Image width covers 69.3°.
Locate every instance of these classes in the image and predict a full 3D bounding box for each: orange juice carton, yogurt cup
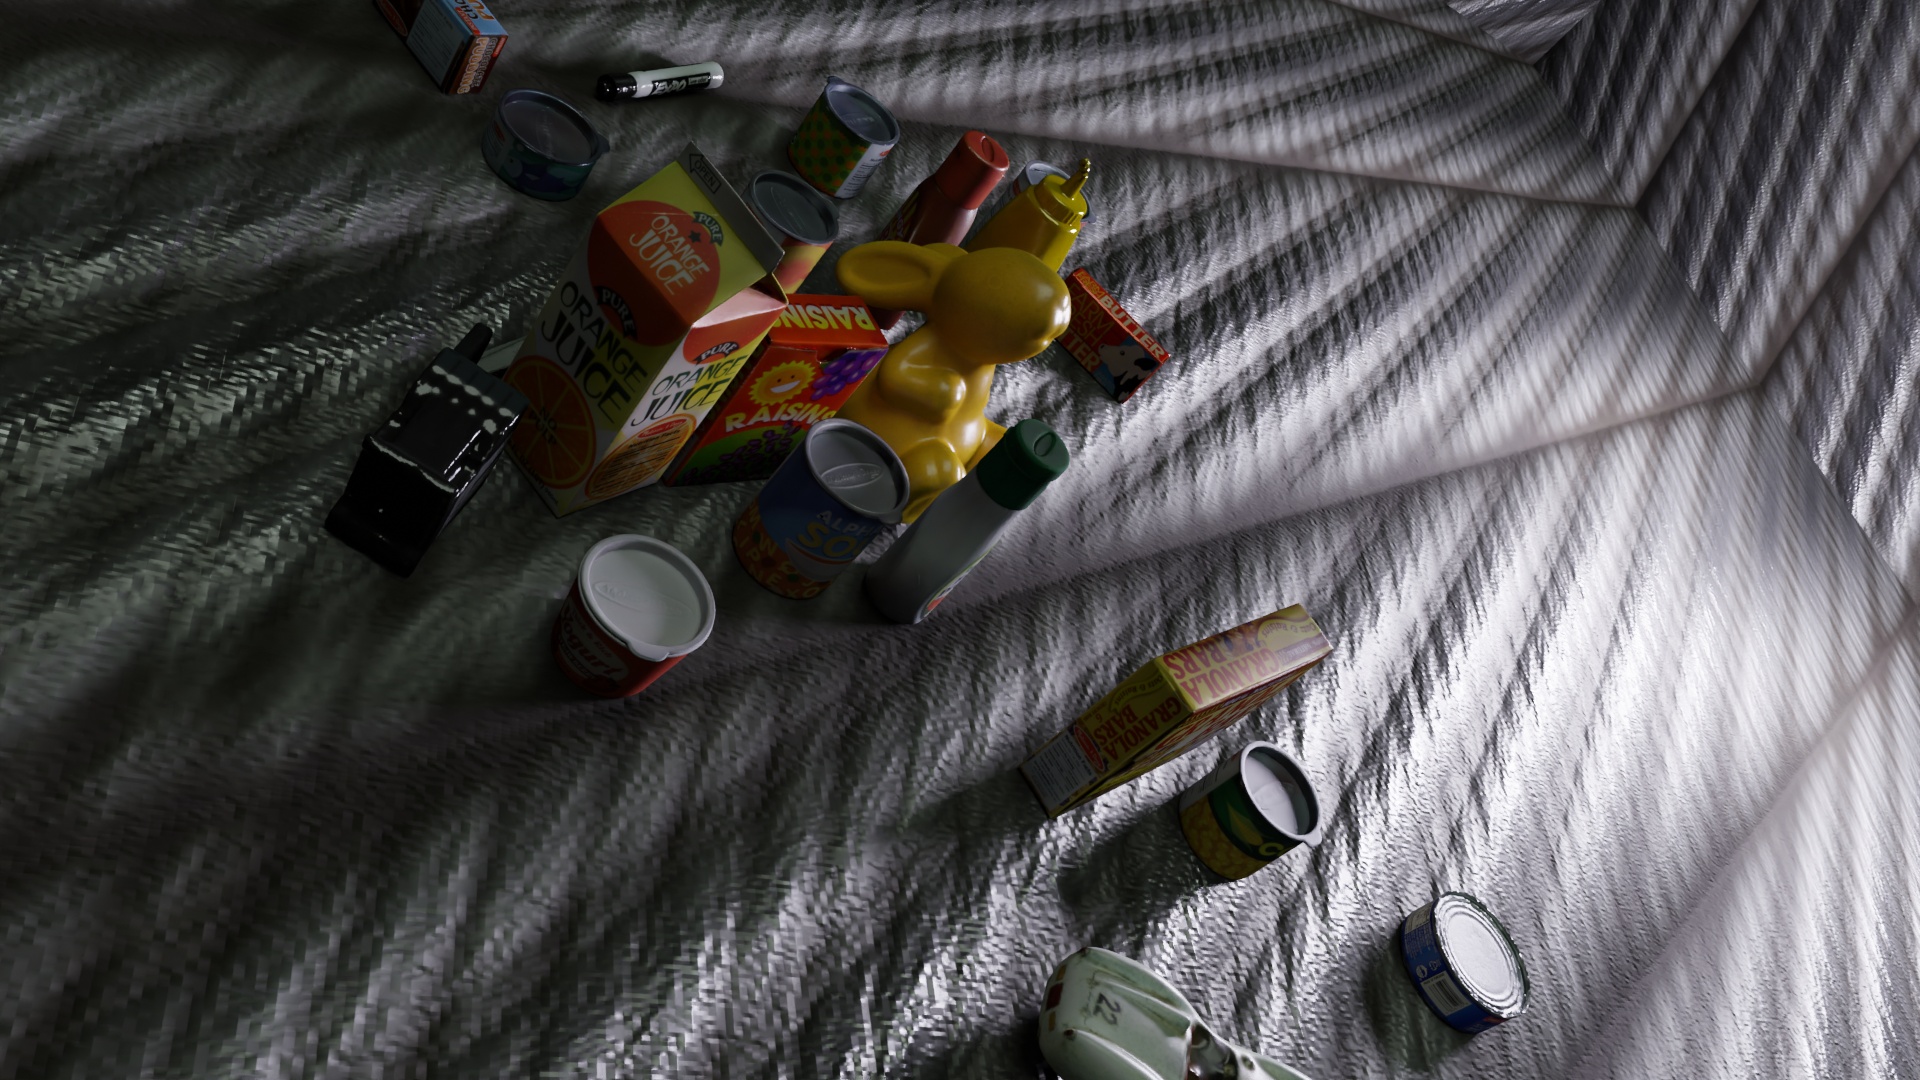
[{"bbox_3d":[-0.154,-0.102,0.684,0.072,0.191,0.073,51,37,8],"label":"orange juice carton"},{"bbox_3d":[-0.159,0.039,0.661,0.072,0.053,0.073,25,41,-24],"label":"yogurt cup"}]

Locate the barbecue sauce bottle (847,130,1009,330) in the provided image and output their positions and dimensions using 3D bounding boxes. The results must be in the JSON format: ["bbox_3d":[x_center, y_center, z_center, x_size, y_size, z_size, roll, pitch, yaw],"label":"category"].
[{"bbox_3d":[-0.023,-0.214,0.952,0.043,0.148,0.065,22,42,-27],"label":"barbecue sauce bottle"}]

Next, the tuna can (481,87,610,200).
[{"bbox_3d":[-0.256,-0.244,0.858,0.071,0.032,0.071,25,41,-24],"label":"tuna can"}]

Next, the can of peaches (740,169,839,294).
[{"bbox_3d":[-0.122,-0.202,0.923,0.071,0.057,0.071,25,41,-24],"label":"can of peaches"}]

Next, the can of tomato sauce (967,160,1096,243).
[{"bbox_3d":[0.056,-0.251,1.117,0.071,0.082,0.071,25,41,-24],"label":"can of tomato sauce"}]

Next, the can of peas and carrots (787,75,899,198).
[{"bbox_3d":[-0.091,-0.304,1.050,0.071,0.058,0.071,25,41,-24],"label":"can of peas and carrots"}]

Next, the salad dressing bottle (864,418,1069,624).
[{"bbox_3d":[0.003,-0.010,0.781,0.044,0.147,0.064,43,37,-2],"label":"salad dressing bottle"}]

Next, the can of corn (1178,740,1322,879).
[{"bbox_3d":[0.178,0.168,0.850,0.071,0.058,0.071,25,41,-24],"label":"can of corn"}]

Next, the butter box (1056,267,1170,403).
[{"bbox_3d":[0.113,-0.164,1.111,0.103,0.053,0.024,46,37,2],"label":"butter box"}]

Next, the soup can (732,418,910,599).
[{"bbox_3d":[-0.076,-0.014,0.764,0.071,0.083,0.072,25,41,-24],"label":"soup can"}]

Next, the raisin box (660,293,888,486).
[{"bbox_3d":[-0.108,-0.082,0.766,0.086,0.123,0.040,-7,60,-47],"label":"raisin box"}]

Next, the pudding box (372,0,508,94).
[{"bbox_3d":[-0.322,-0.324,0.859,0.084,0.049,0.030,51,37,9],"label":"pudding box"}]

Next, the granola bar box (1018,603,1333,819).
[{"bbox_3d":[0.129,0.098,0.816,0.166,0.123,0.039,-13,64,-49],"label":"granola bar box"}]

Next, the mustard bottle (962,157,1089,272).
[{"bbox_3d":[0.048,-0.217,1.012,0.049,0.159,0.065,-16,67,-50],"label":"mustard bottle"}]
